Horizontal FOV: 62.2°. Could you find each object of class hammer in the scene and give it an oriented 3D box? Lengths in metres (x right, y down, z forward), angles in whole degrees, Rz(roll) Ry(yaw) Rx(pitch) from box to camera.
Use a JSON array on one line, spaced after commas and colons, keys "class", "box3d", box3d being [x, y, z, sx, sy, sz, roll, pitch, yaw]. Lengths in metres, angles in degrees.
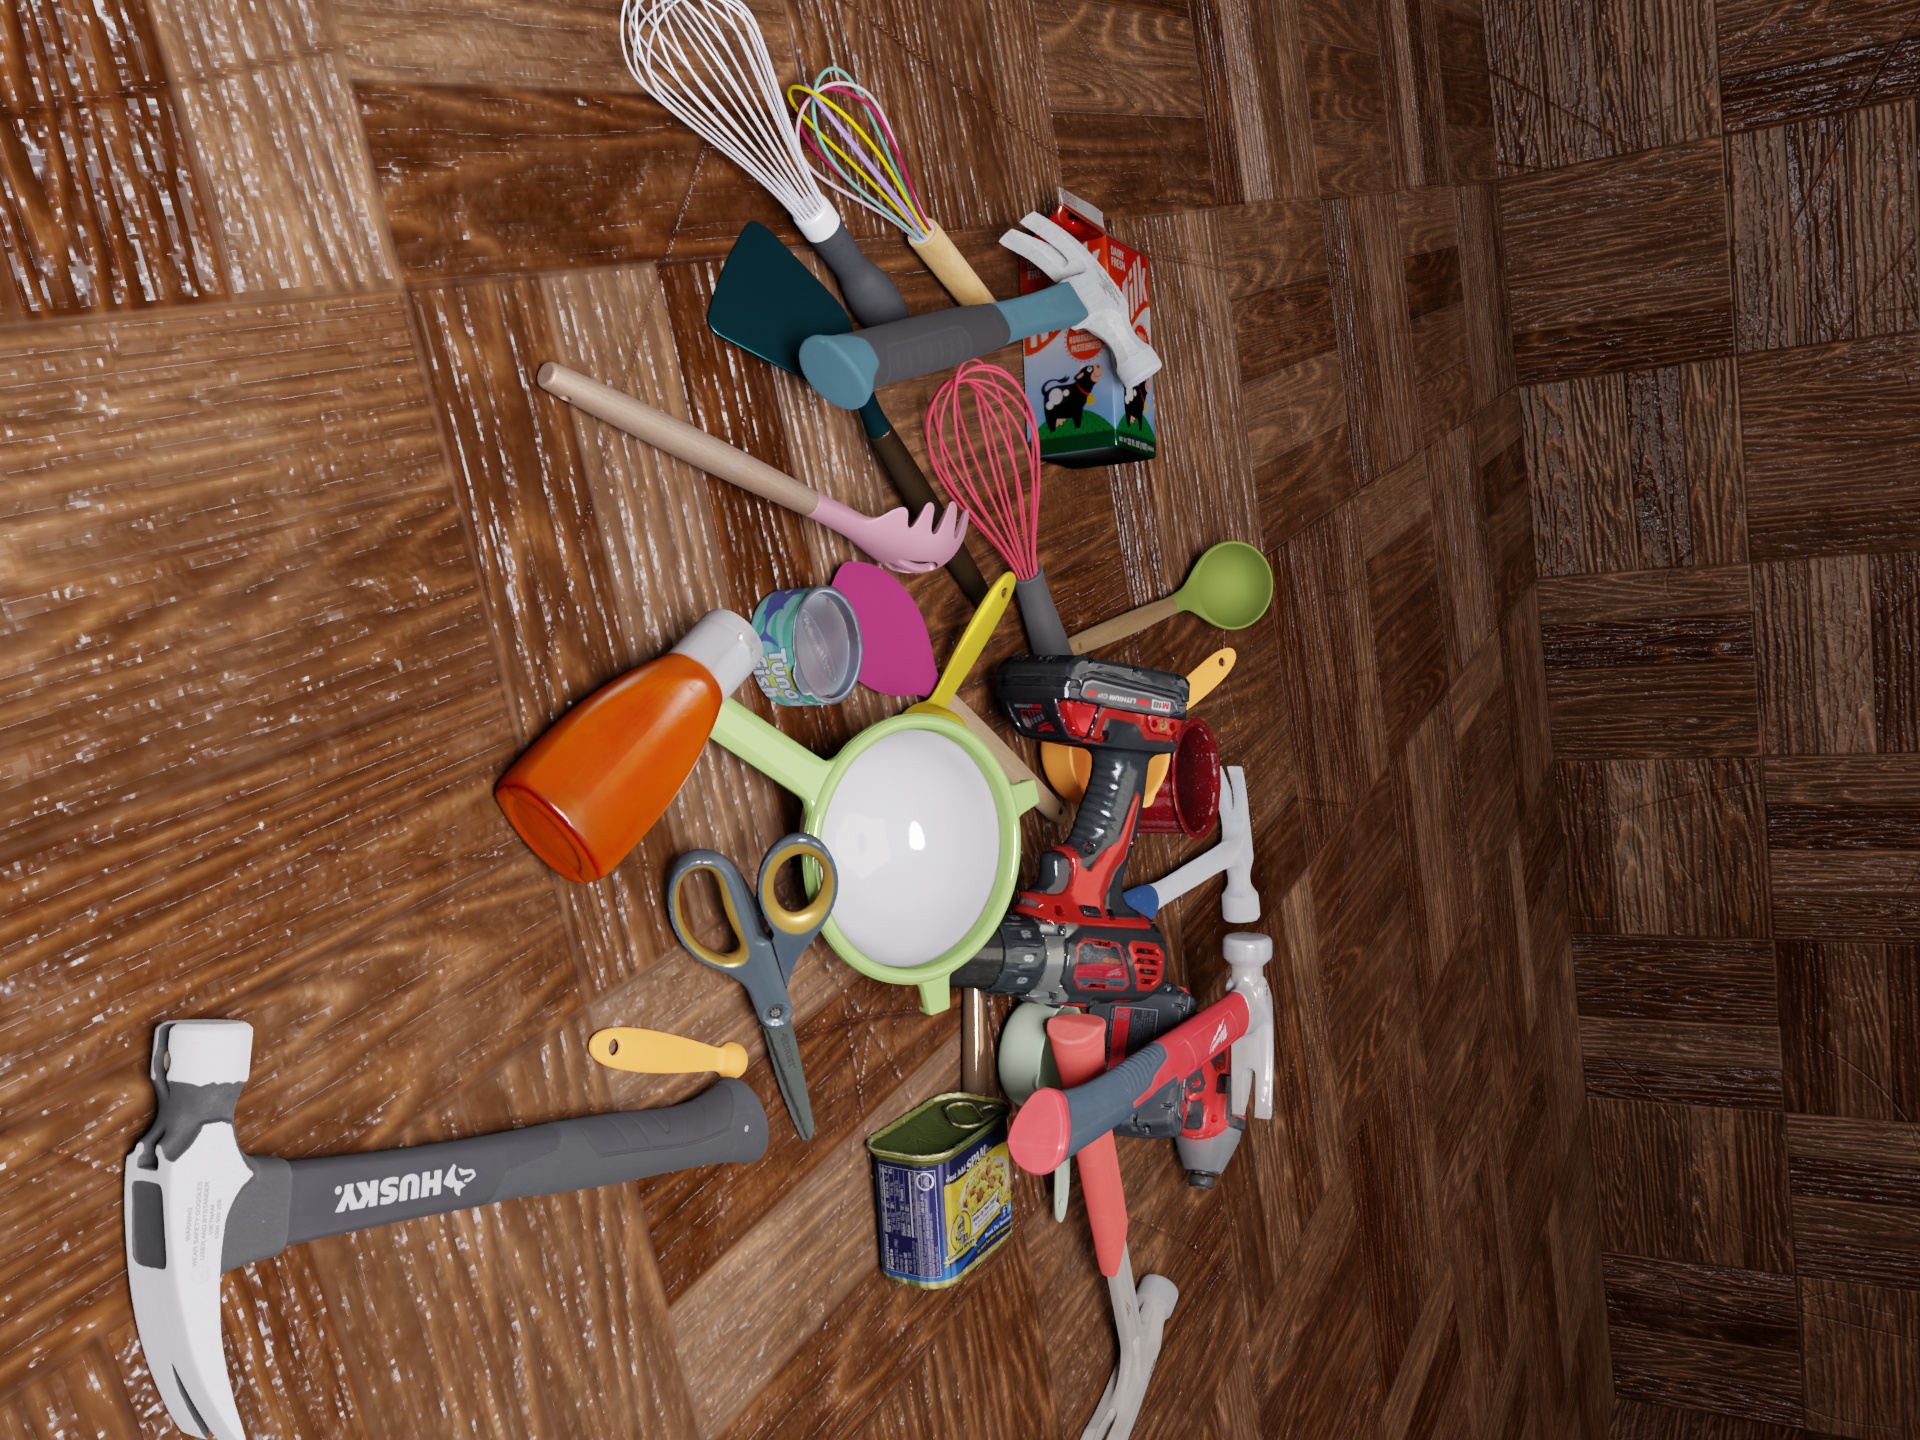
[{"class": "hammer", "box3d": [0.015, -0.238, 0.969, 0.128, 0.033, 0.331, 58, 38, 0]}, {"class": "hammer", "box3d": [-0.194, 0.197, 0.683, 0.334, 0.035, 0.146, 13, 76, -59]}, {"class": "hammer", "box3d": [0.136, 0.247, 1.072, 0.386, 0.038, 0.143, -8, 97, -60]}, {"class": "hammer", "box3d": [0.100, 0.353, 1.121, 0.149, 0.037, 0.358, -53, 140, -47]}, {"class": "hammer", "box3d": [0.154, 0.136, 1.273, 0.405, 0.035, 0.144, -16, 102, -59]}]

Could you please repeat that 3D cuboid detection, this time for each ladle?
[{"class": "ladle", "box3d": [0.170, -0.090, 1.298, 0.320, 0.062, 0.078, -24, 106, -55]}]

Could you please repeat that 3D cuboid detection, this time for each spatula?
[{"class": "spatula", "box3d": [0.010, 0.192, 1.043, 0.059, 0.018, 0.316, 8, 80, -58]}, {"class": "spatula", "box3d": [-0.048, -0.160, 0.967, 0.317, 0.044, 0.082, 55, 42, -49]}]

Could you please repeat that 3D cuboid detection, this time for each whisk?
[{"class": "whisk", "box3d": [0.039, -0.115, 1.081, 0.073, 0.073, 0.295, -64, 146, -39]}, {"class": "whisk", "box3d": [-0.035, -0.317, 0.984, 0.244, 0.047, 0.051, 35, 57, -59]}, {"class": "whisk", "box3d": [-0.095, -0.296, 0.869, 0.284, 0.070, 0.070, 46, 50, -55]}]

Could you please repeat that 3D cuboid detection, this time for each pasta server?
[{"class": "pasta server", "box3d": [-0.099, -0.133, 0.857, 0.316, 0.060, 0.040, 20, 65, -52]}]

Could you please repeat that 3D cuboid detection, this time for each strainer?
[{"class": "strainer", "box3d": [-0.077, 0.044, 0.877, 0.256, 0.069, 0.151, 37, 68, -32]}]

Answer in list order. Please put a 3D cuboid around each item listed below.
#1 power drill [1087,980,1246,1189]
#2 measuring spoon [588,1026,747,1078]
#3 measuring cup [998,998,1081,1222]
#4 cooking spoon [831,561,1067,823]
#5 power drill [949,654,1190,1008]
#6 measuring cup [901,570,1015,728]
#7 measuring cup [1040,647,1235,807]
[{"class": "power drill", "box3d": [0.171, 0.289, 1.257, 0.219, 0.078, 0.143, 38, 57, -56]}, {"class": "measuring spoon", "box3d": [-0.142, 0.167, 0.793, 0.116, 0.011, 0.021, 27, 65, -56]}, {"class": "measuring cup", "box3d": [0.055, 0.271, 1.102, 0.083, 0.038, 0.167, -31, 123, -58]}, {"class": "cooking spoon", "box3d": [-0.002, -0.003, 1.036, 0.318, 0.017, 0.069, 45, 59, -49]}, {"class": "power drill", "box3d": [0.059, 0.073, 1.031, 0.187, 0.080, 0.227, 8, 86, -34]}, {"class": "measuring cup", "box3d": [0.005, -0.024, 0.992, 0.062, 0.029, 0.156, 41, 73, -50]}, {"class": "measuring cup", "box3d": [0.130, -0.003, 1.156, 0.173, 0.052, 0.095, -38, 108, -27]}]
